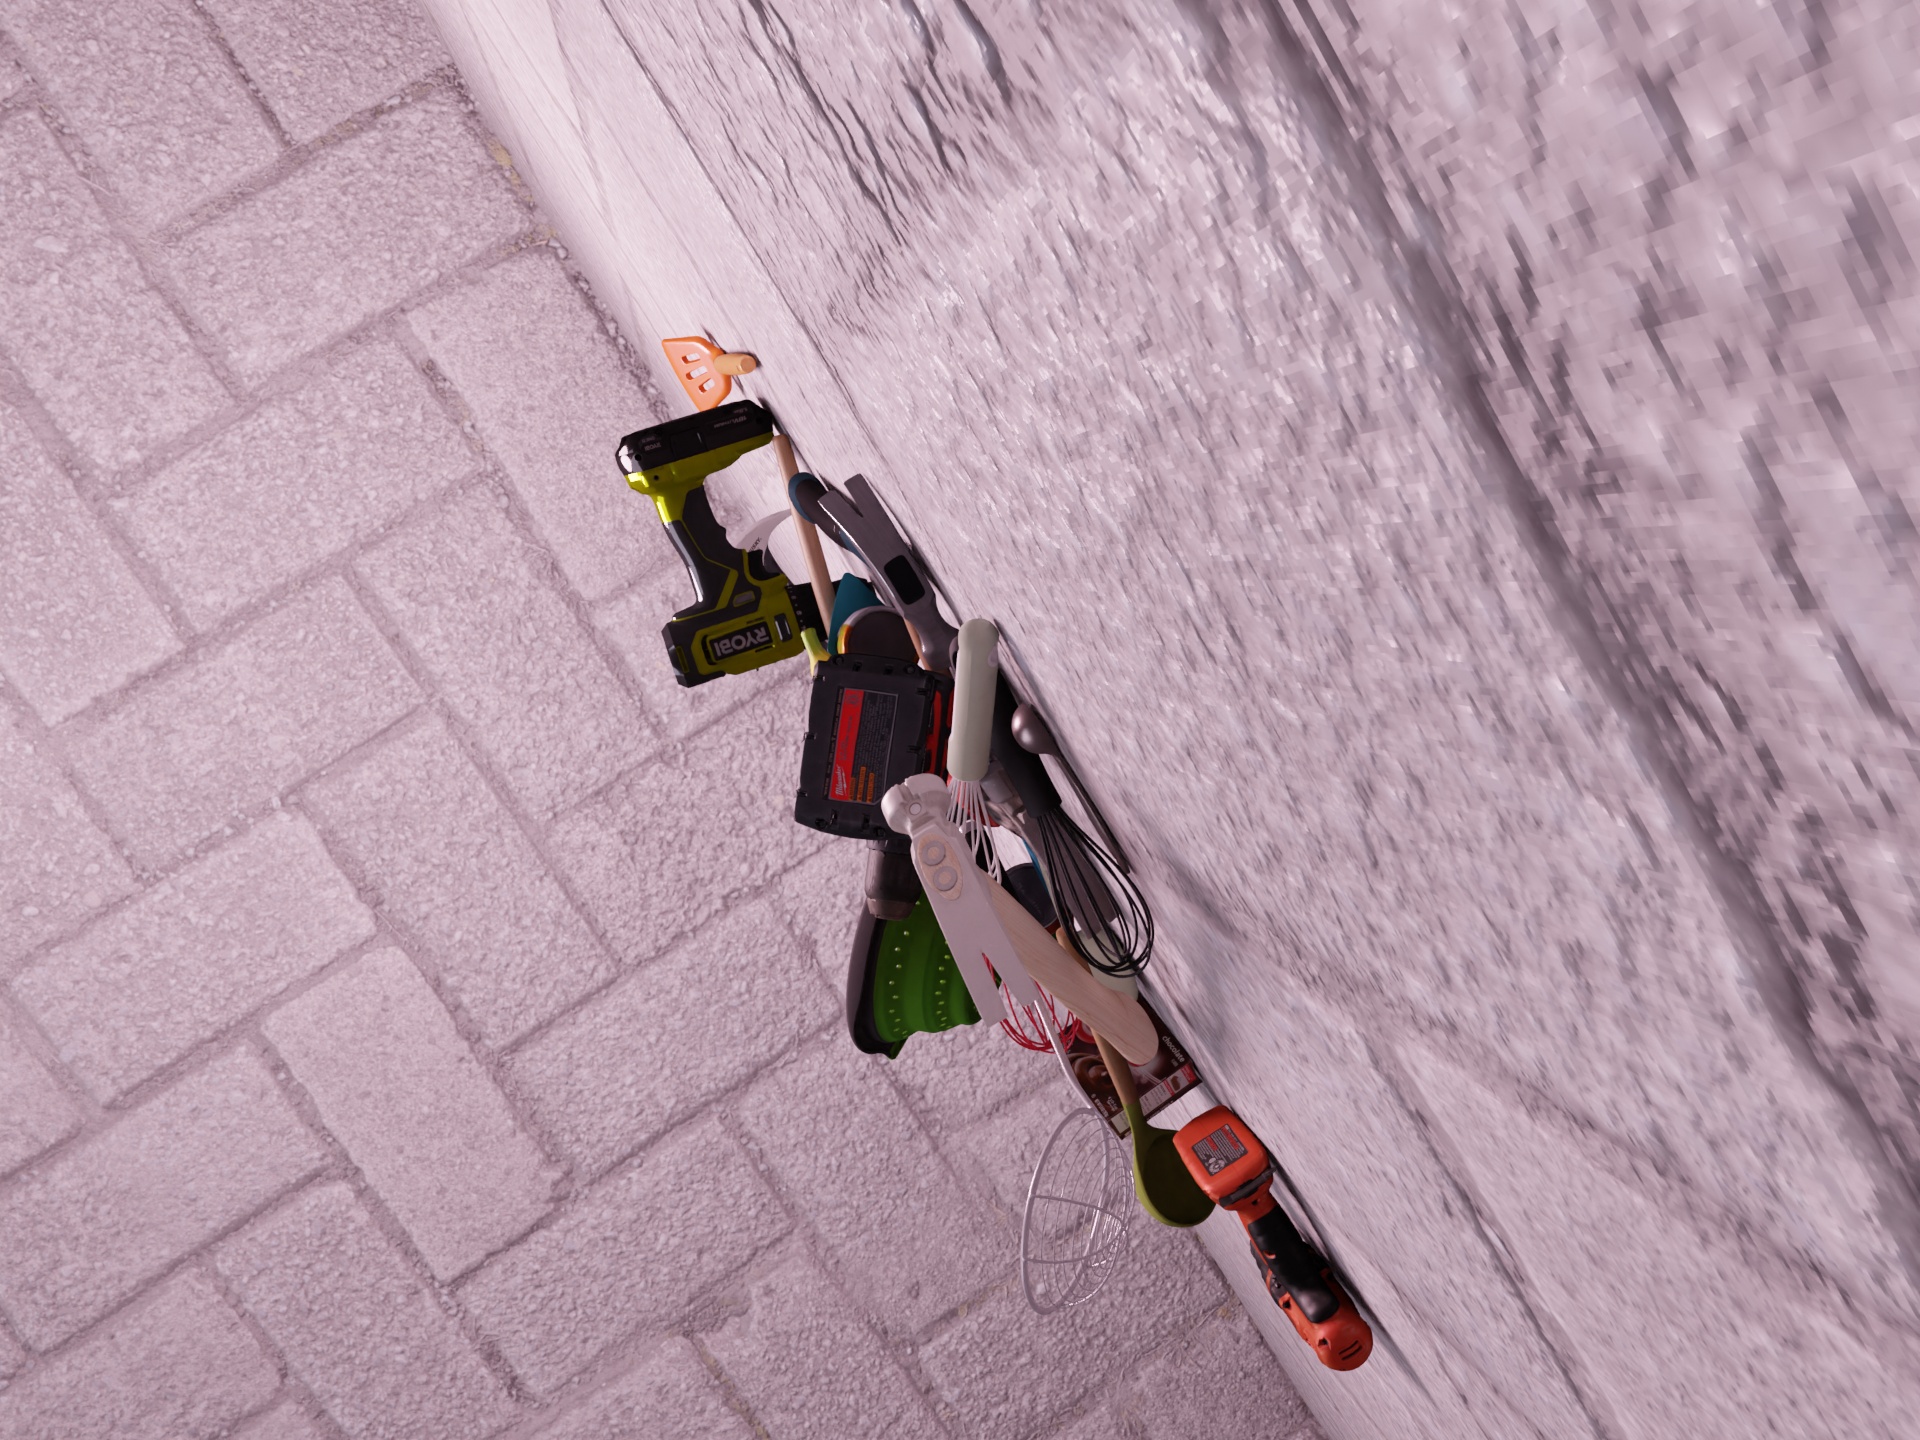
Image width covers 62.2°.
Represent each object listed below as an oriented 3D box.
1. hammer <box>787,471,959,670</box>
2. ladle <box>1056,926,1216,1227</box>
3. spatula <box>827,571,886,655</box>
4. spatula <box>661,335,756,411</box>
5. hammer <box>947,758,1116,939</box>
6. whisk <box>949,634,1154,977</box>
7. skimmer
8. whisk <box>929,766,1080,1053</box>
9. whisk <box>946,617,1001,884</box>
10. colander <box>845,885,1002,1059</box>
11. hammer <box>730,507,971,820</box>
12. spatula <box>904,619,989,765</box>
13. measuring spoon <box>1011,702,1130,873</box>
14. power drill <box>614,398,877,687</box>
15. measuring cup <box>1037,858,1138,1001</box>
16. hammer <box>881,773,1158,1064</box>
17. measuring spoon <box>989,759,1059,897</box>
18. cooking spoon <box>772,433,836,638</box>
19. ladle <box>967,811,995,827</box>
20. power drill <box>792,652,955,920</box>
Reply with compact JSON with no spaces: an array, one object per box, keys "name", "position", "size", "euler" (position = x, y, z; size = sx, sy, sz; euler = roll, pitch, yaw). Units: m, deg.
[{"name":"hammer","position":[-0.079,-0.135,1.155],"size":[0.128,0.033,0.331],"euler":[58,175,-24]},{"name":"ladle","position":[0.137,0.282,1.252],"size":[0.062,0.078,0.319],"euler":[4,130,35]},{"name":"spatula","position":[-0.048,-0.026,1.469],"size":[0.317,0.044,0.082],"euler":[60,-144,-61]},{"name":"spatula","position":[-0.208,-0.298,1.352],"size":[0.081,0.041,0.323],"euler":[61,173,-18]},{"name":"hammer","position":[0.014,0.068,1.294],"size":[0.149,0.037,0.359],"euler":[56,170,-17]},{"name":"whisk","position":[0.054,0.053,0.985],"size":[0.239,0.055,0.055],"euler":[62,175,-5]},{"name":"skimmer","position":[0.032,0.220,1.094],"size":[0.127,0.090,0.364],"euler":[61,-175,-48]},{"name":"whisk","position":[0.027,0.158,1.291],"size":[0.295,0.073,0.073],"euler":[65,172,-24]},{"name":"whisk","position":[0.003,0.033,0.964],"size":[0.059,0.058,0.246],"euler":[16,136,11]},{"name":"colander","position":[-0.022,0.140,1.330],"size":[0.094,0.205,0.396],"euler":[12,135,19]},{"name":"hammer","position":[-0.095,-0.040,1.606],"size":[0.036,0.149,0.408],"euler":[-8,132,42]},{"name":"spatula","position":[-0.002,-0.004,1.279],"size":[0.060,0.018,0.315],"euler":[55,173,38]},{"name":"measuring spoon","position":[0.065,0.045,0.957],"size":[0.124,0.018,0.034],"euler":[57,175,-10]},{"name":"power drill","position":[-0.188,-0.159,1.389],"size":[0.080,0.190,0.228],"euler":[-139,31,-73]},{"name":"measuring cup","position":[0.101,0.162,1.297],"size":[0.083,0.038,0.167],"euler":[-165,54,-82]},{"name":"hammer","position":[0.066,0.169,1.013],"size":[0.146,0.038,0.410],"euler":[63,-172,31]},{"name":"measuring spoon","position":[0.059,0.089,1.358],"size":[0.042,0.021,0.129],"euler":[88,158,-80]},{"name":"cooking spoon","position":[-0.112,-0.091,1.372],"size":[0.069,0.017,0.318],"euler":[-54,-48,-66]},{"name":"ladle","position":[0.011,0.048,1.491],"size":[0.069,0.031,0.315],"euler":[57,174,15]},{"name":"power drill","position":[-0.051,0.048,1.112],"size":[0.226,0.080,0.188],"euler":[35,-117,-81]}]
